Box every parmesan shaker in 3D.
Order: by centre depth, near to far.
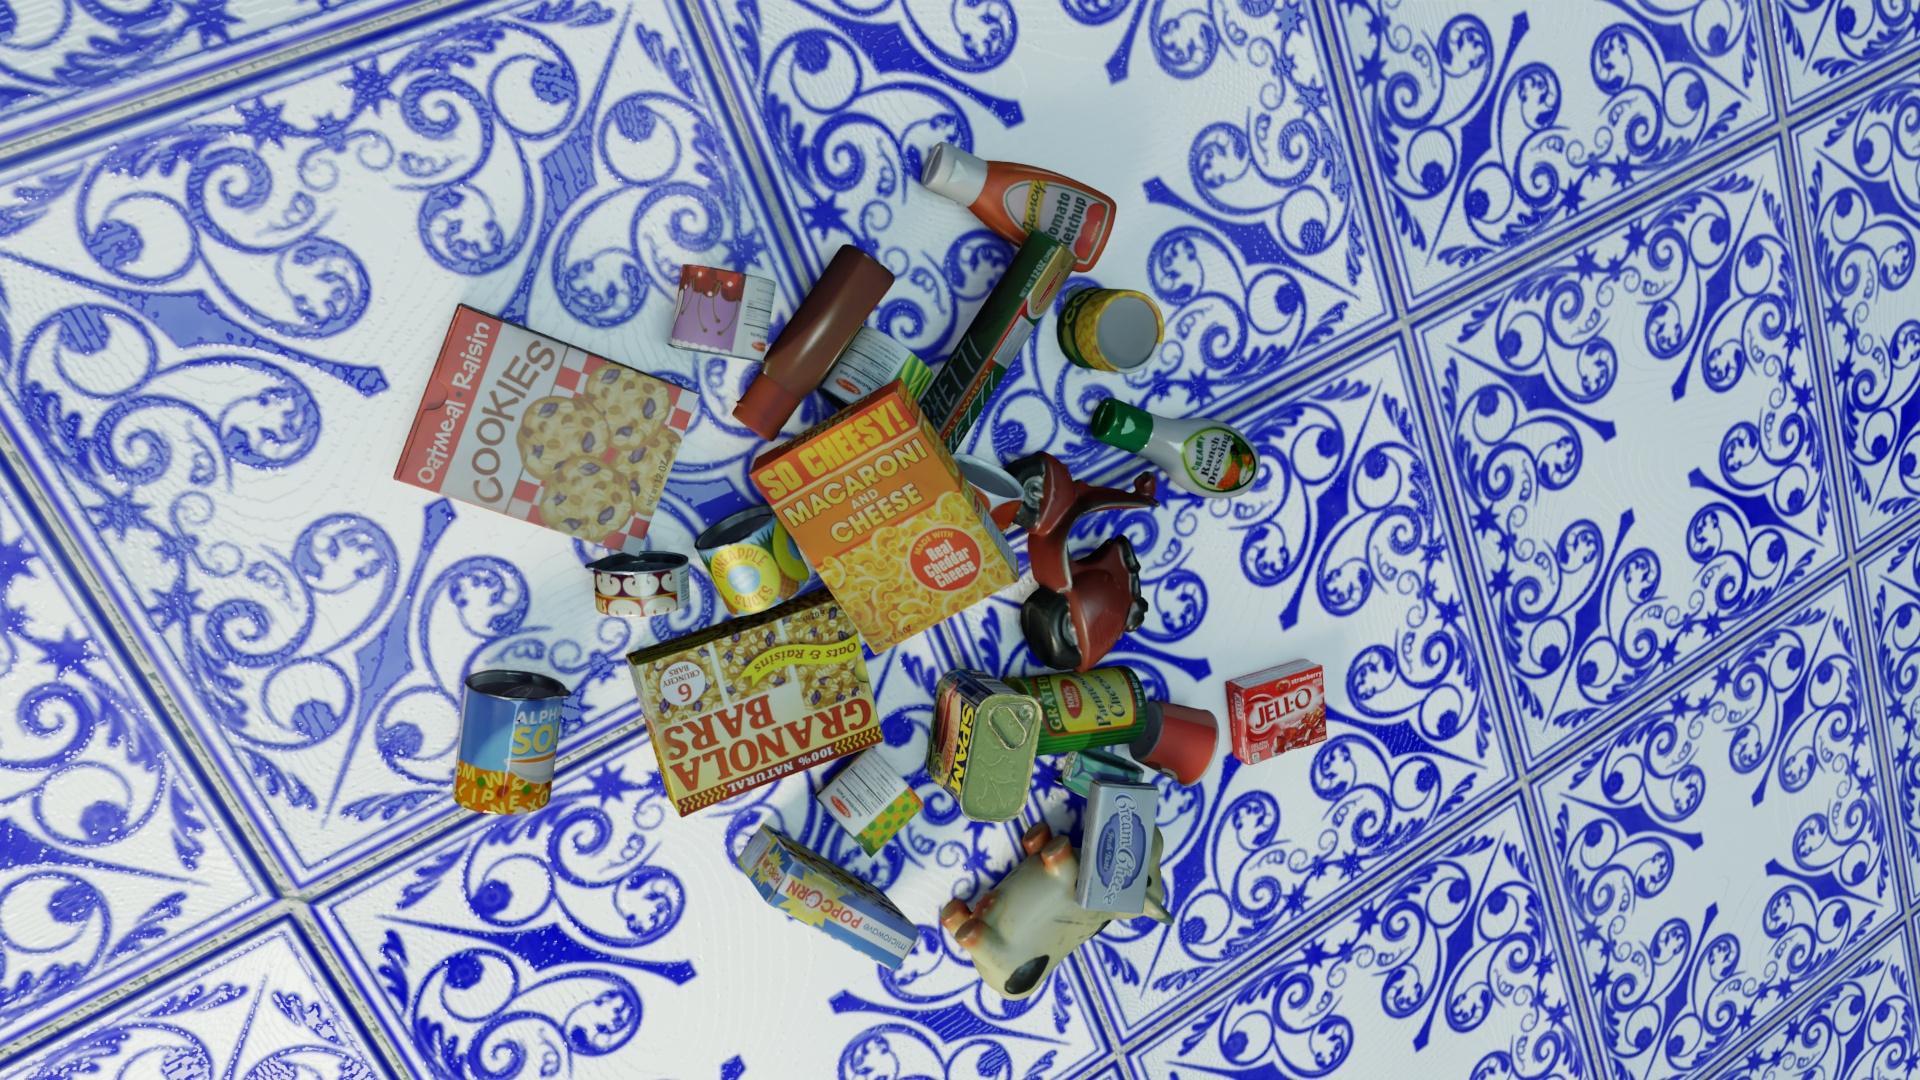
[{"bbox_3d":[0.092,0.136,1.135,0.103,0.071,0.071,-5,102,-24],"label":"parmesan shaker"}]

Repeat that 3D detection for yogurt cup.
[{"bbox_3d":[0.180,0.169,1.181,0.054,0.072,0.072,21,92,-18],"label":"yogurt cup"}]

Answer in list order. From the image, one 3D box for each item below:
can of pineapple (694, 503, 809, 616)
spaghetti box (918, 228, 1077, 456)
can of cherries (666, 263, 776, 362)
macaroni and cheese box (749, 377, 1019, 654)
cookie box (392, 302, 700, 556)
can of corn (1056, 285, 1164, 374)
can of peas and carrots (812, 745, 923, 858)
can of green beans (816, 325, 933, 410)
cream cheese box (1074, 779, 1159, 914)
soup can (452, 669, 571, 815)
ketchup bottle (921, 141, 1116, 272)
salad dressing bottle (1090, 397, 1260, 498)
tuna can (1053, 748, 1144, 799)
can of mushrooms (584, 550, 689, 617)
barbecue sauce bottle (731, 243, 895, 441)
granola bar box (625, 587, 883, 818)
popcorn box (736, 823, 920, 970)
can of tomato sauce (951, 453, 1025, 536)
[{"bbox_3d":[-0.150,0.014,1.001,0.071,0.071,0.057,-30,111,-16],"label":"can of pineapple"},{"bbox_3d":[0.003,-0.115,1.032,0.029,0.050,0.249,35,96,18],"label":"spaghetti box"},{"bbox_3d":[-0.167,-0.158,0.963,0.071,0.071,0.058,7,97,-25],"label":"can of cherries"},{"bbox_3d":[-0.053,-0.016,0.991,0.123,0.040,0.166,-28,111,13],"label":"macaroni and cheese box"},{"bbox_3d":[-0.279,-0.073,0.942,0.167,0.040,0.123,20,92,-26],"label":"cookie box"},{"bbox_3d":[0.117,-0.167,1.090,0.071,0.058,0.071,-5,102,-23],"label":"can of corn"},{"bbox_3d":[-0.070,0.202,1.076,0.059,0.071,0.071,-43,114,-11],"label":"can of peas and carrots"},{"bbox_3d":[-0.062,-0.116,1.016,0.071,0.071,0.058,36,84,-25],"label":"can of green beans"},{"bbox_3d":[0.125,0.245,1.112,0.053,0.024,0.103,8,90,-18],"label":"cream cheese box"},{"bbox_3d":[-0.308,0.139,0.954,0.071,0.071,0.083,5,99,-25],"label":"soup can"},{"bbox_3d":[0.043,-0.256,1.048,0.149,0.043,0.064,17,99,-25],"label":"ketchup bottle"},{"bbox_3d":[0.177,-0.078,1.142,0.148,0.044,0.064,17,92,-26],"label":"salad dressing bottle"},{"bbox_3d":[0.115,0.195,1.157,0.071,0.071,0.033,17,93,-26],"label":"tuna can"},{"bbox_3d":[-0.225,0.030,0.973,0.071,0.071,0.033,-6,104,-23],"label":"can of mushrooms"},{"bbox_3d":[-0.107,-0.141,0.995,0.043,0.065,0.148,35,90,-24],"label":"barbecue sauce bottle"},{"bbox_3d":[-0.150,0.118,1.037,0.166,0.039,0.123,-18,107,-20],"label":"granola bar box"},{"bbox_3d":[-0.101,0.273,1.063,0.126,0.085,0.038,36,84,-25],"label":"popcorn box"},{"bbox_3d":[0.004,-0.013,1.049,0.071,0.071,0.082,16,115,-26],"label":"can of tomato sauce"}]
